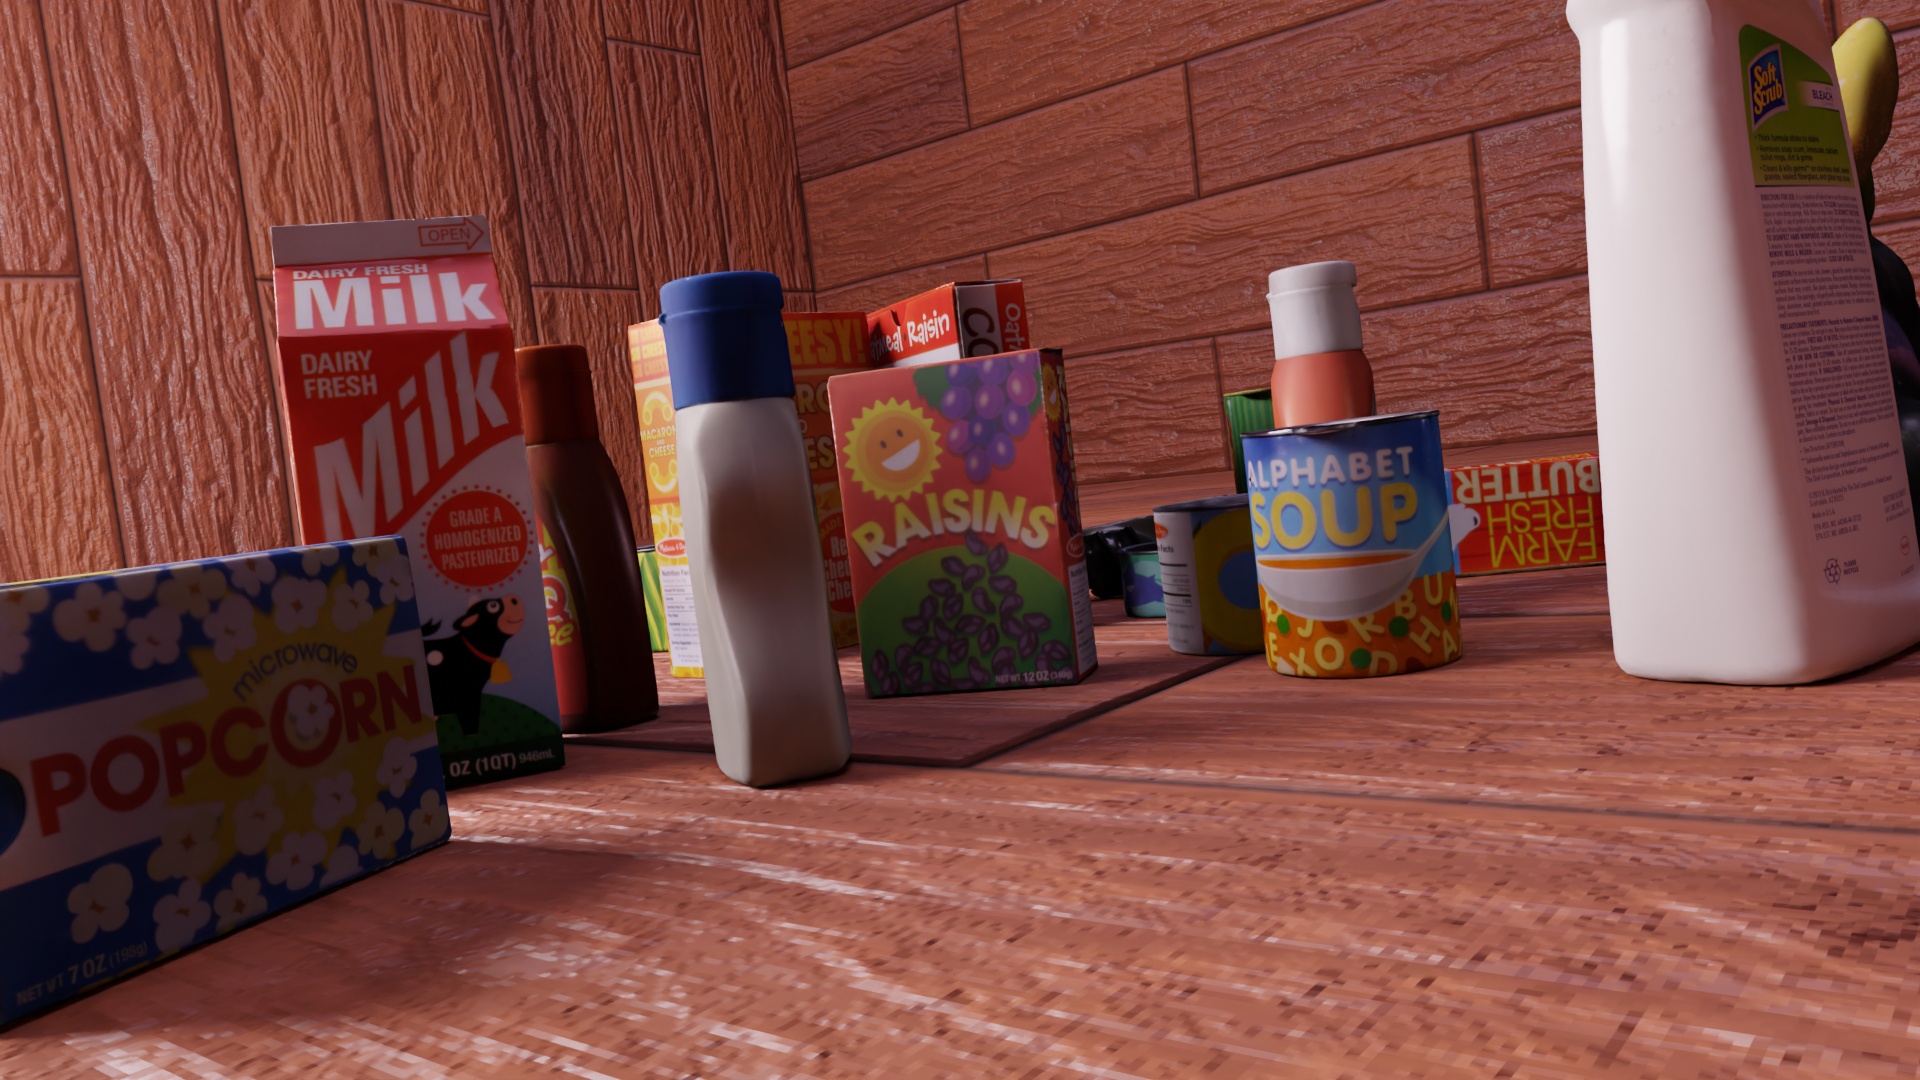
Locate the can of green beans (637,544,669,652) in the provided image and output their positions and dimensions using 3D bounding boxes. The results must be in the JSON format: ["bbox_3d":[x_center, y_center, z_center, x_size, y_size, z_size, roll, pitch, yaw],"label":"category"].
[{"bbox_3d":[-0.155,0.030,0.789,0.071,0.057,0.071,-7,3,0],"label":"can of green beans"}]

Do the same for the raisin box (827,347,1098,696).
[{"bbox_3d":[0.002,-0.007,0.527,0.086,0.123,0.040,-6,3,18],"label":"raisin box"}]

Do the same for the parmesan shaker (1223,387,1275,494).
[{"bbox_3d":[0.175,-0.030,0.725,0.071,0.103,0.071,-7,3,0],"label":"parmesan shaker"}]

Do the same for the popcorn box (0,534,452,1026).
[{"bbox_3d":[-0.182,0.047,0.325,0.038,0.085,0.127,-6,3,22],"label":"popcorn box"}]

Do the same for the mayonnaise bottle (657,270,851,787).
[{"bbox_3d":[-0.062,-0.005,0.418,0.041,0.148,0.065,-8,3,-14],"label":"mayonnaise bottle"}]

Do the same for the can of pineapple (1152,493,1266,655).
[{"bbox_3d":[0.114,0.011,0.549,0.071,0.058,0.071,-7,3,0],"label":"can of pineapple"}]

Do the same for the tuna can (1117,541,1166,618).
[{"bbox_3d":[0.113,0.017,0.673,0.071,0.033,0.071,-7,3,0],"label":"tuna can"}]

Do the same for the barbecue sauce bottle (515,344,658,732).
[{"bbox_3d":[-0.155,-0.001,0.546,0.065,0.148,0.044,-4,4,42],"label":"barbecue sauce bottle"}]

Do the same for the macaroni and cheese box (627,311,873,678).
[{"bbox_3d":[-0.093,-0.026,0.681,0.040,0.166,0.124,-4,4,44],"label":"macaroni and cheese box"}]

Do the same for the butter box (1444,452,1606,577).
[{"bbox_3d":[0.255,-0.011,0.668,0.103,0.053,0.024,-6,3,16],"label":"butter box"}]

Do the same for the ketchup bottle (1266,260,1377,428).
[{"bbox_3d":[0.157,-0.042,0.594,0.043,0.148,0.065,-6,3,16],"label":"ketchup bottle"}]

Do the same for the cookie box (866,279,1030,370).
[{"bbox_3d":[-0.003,-0.038,0.695,0.040,0.167,0.123,-8,3,-25],"label":"cookie box"}]

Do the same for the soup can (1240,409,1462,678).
[{"bbox_3d":[0.132,0.001,0.473,0.071,0.083,0.071,-7,3,0],"label":"soup can"}]

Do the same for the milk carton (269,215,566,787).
[{"bbox_3d":[-0.186,-0.014,0.476,0.072,0.190,0.073,-8,3,-22],"label":"milk carton"}]
